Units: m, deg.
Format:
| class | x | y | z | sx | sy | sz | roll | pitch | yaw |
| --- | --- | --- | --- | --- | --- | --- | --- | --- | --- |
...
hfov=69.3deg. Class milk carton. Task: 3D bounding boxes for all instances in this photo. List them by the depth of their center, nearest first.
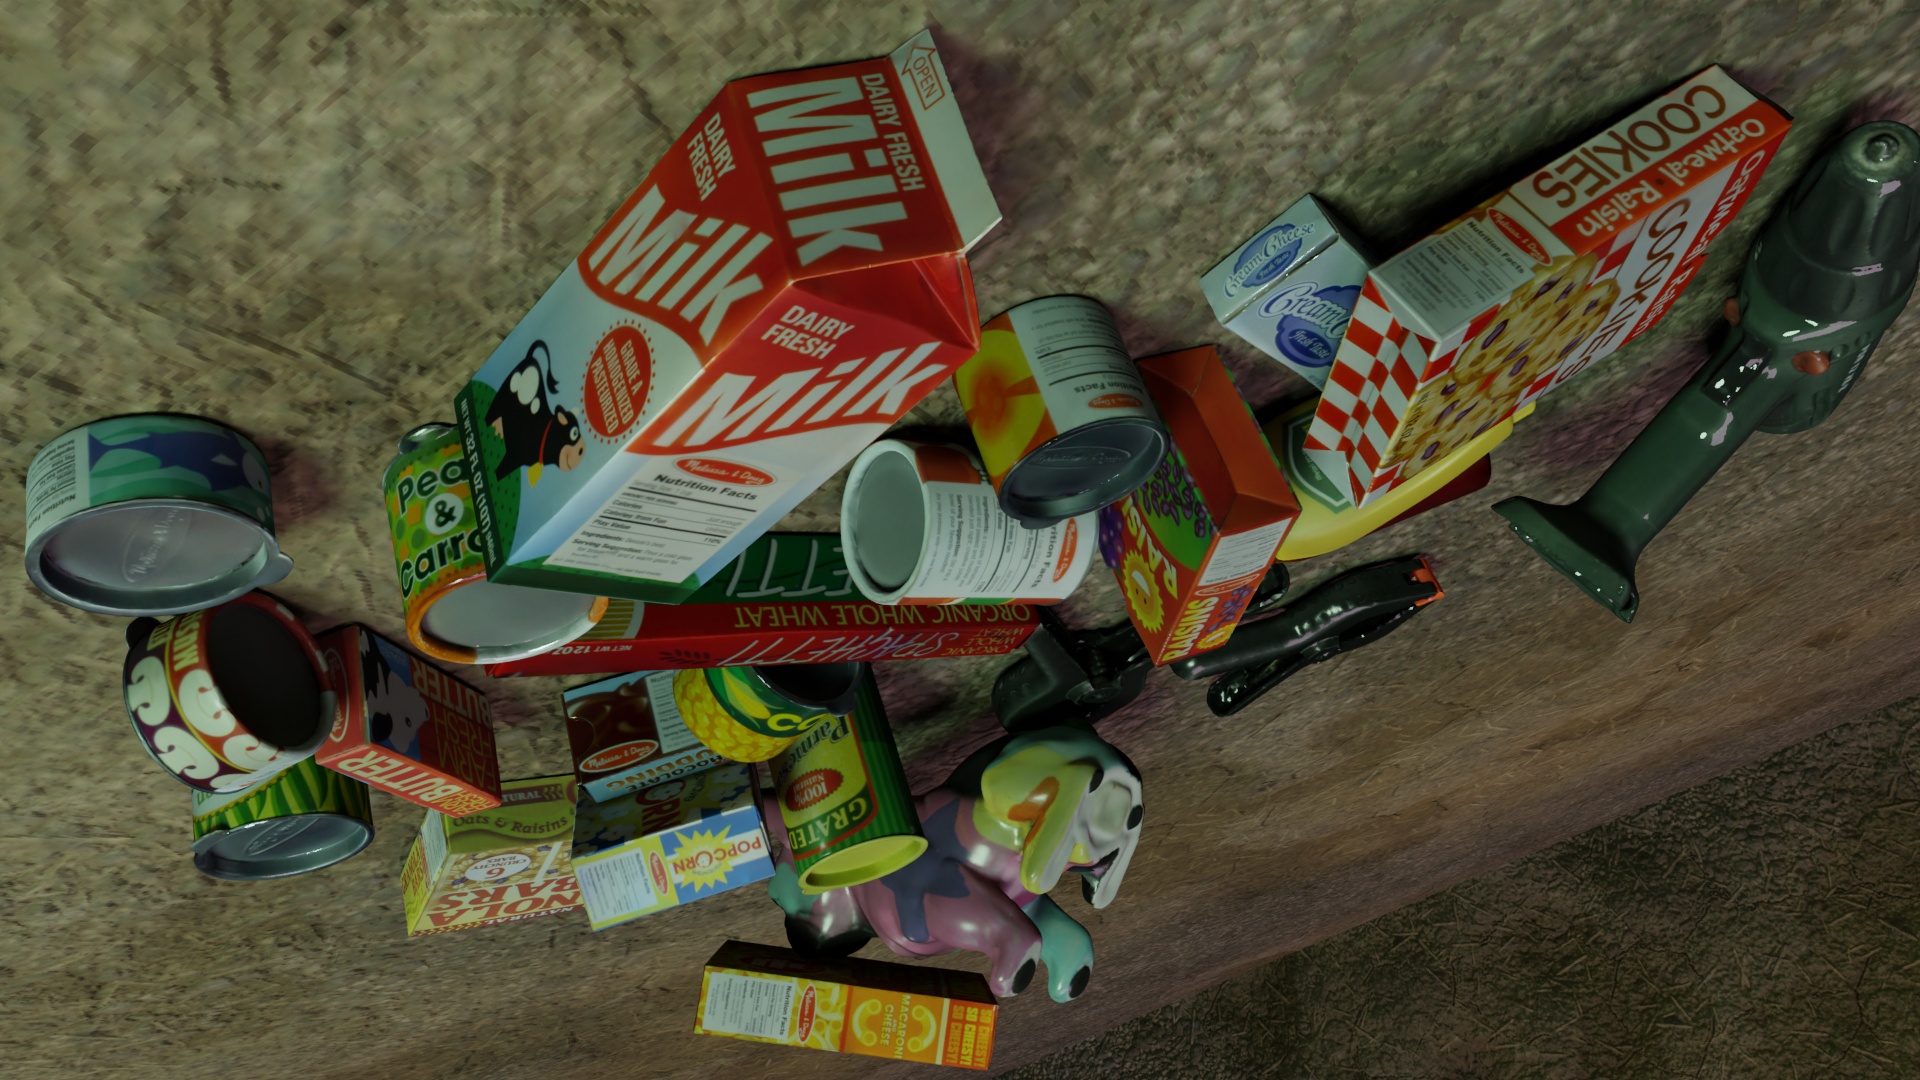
| class | x | y | z | sx | sy | sz | roll | pitch | yaw |
| --- | --- | --- | --- | --- | --- | --- | --- | --- | --- |
| milk carton | -0.064 | -0.060 | 0.405 | 0.190 | 0.072 | 0.073 | -36 | 149 | 32 |

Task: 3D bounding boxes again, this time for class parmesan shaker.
| class | x | y | z | sx | sy | sz | roll | pitch | yaw |
| --- | --- | --- | --- | --- | --- | --- | --- | --- | --- |
| parmesan shaker | -0.065 | 0.118 | 0.706 | 0.071 | 0.103 | 0.071 | -16 | 153 | -8 |

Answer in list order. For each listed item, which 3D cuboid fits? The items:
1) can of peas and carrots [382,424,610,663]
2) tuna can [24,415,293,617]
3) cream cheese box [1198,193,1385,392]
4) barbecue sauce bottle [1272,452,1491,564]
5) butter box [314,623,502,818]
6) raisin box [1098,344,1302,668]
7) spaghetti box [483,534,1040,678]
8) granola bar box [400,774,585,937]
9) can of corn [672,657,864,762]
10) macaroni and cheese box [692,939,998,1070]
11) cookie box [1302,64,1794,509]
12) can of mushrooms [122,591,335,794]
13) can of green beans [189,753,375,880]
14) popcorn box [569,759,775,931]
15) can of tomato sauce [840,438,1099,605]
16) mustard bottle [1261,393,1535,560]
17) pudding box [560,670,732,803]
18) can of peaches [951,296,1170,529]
| class | x | y | z | sx | sy | sz | roll | pitch | yaw |
| --- | --- | --- | --- | --- | --- | --- | --- | --- | --- |
| can of peas and carrots | -0.158 | 0.001 | 0.469 | 0.071 | 0.059 | 0.070 | -17 | 153 | -8 |
| tuna can | -0.243 | -0.007 | 0.424 | 0.071 | 0.033 | 0.070 | -16 | 153 | -8 |
| cream cheese box | 0.140 | -0.092 | 0.540 | 0.053 | 0.024 | 0.104 | -37 | 150 | 26 |
| barbecue sauce bottle | 0.183 | -0.020 | 0.687 | 0.148 | 0.044 | 0.064 | -24 | 153 | 9 |
| butter box | -0.227 | 0.077 | 0.573 | 0.024 | 0.053 | 0.103 | -20 | 154 | 4 |
| raisin box | 0.095 | -0.011 | 0.593 | 0.040 | 0.086 | 0.122 | -15 | 153 | -13 |
| spaghetti box | -0.074 | 0.025 | 0.584 | 0.250 | 0.050 | 0.028 | 1 | 148 | -36 |
| granola bar box | -0.215 | 0.172 | 0.777 | 0.166 | 0.039 | 0.123 | -2 | 148 | -33 |
| can of corn | -0.085 | 0.060 | 0.619 | 0.071 | 0.071 | 0.058 | 6 | 144 | -42 |
| macaroni and cheese box | -0.067 | 0.276 | 0.830 | 0.166 | 0.040 | 0.123 | 9 | 170 | -2 |
| cookie box | 0.220 | -0.092 | 0.534 | 0.168 | 0.040 | 0.122 | -31 | 156 | -13 |
| can of mushrooms | -0.257 | 0.051 | 0.490 | 0.033 | 0.071 | 0.071 | -24 | 153 | 9 |
| can of green beans | -0.281 | 0.101 | 0.574 | 0.071 | 0.058 | 0.071 | -16 | 154 | -8 |
| popcorn box | -0.139 | 0.130 | 0.671 | 0.085 | 0.038 | 0.127 | -15 | -163 | -9 |
| can of tomato sauce | 0.002 | -0.007 | 0.561 | 0.083 | 0.071 | 0.071 | 2 | 146 | -36 |
| mustard bottle | 0.201 | -0.051 | 0.621 | 0.160 | 0.065 | 0.049 | -30 | 161 | 8 |
| pudding box | -0.140 | 0.085 | 0.653 | 0.084 | 0.050 | 0.030 | -16 | 152 | -10 |
| can of peaches | 0.035 | -0.047 | 0.515 | 0.071 | 0.058 | 0.071 | -16 | 154 | -8 |
